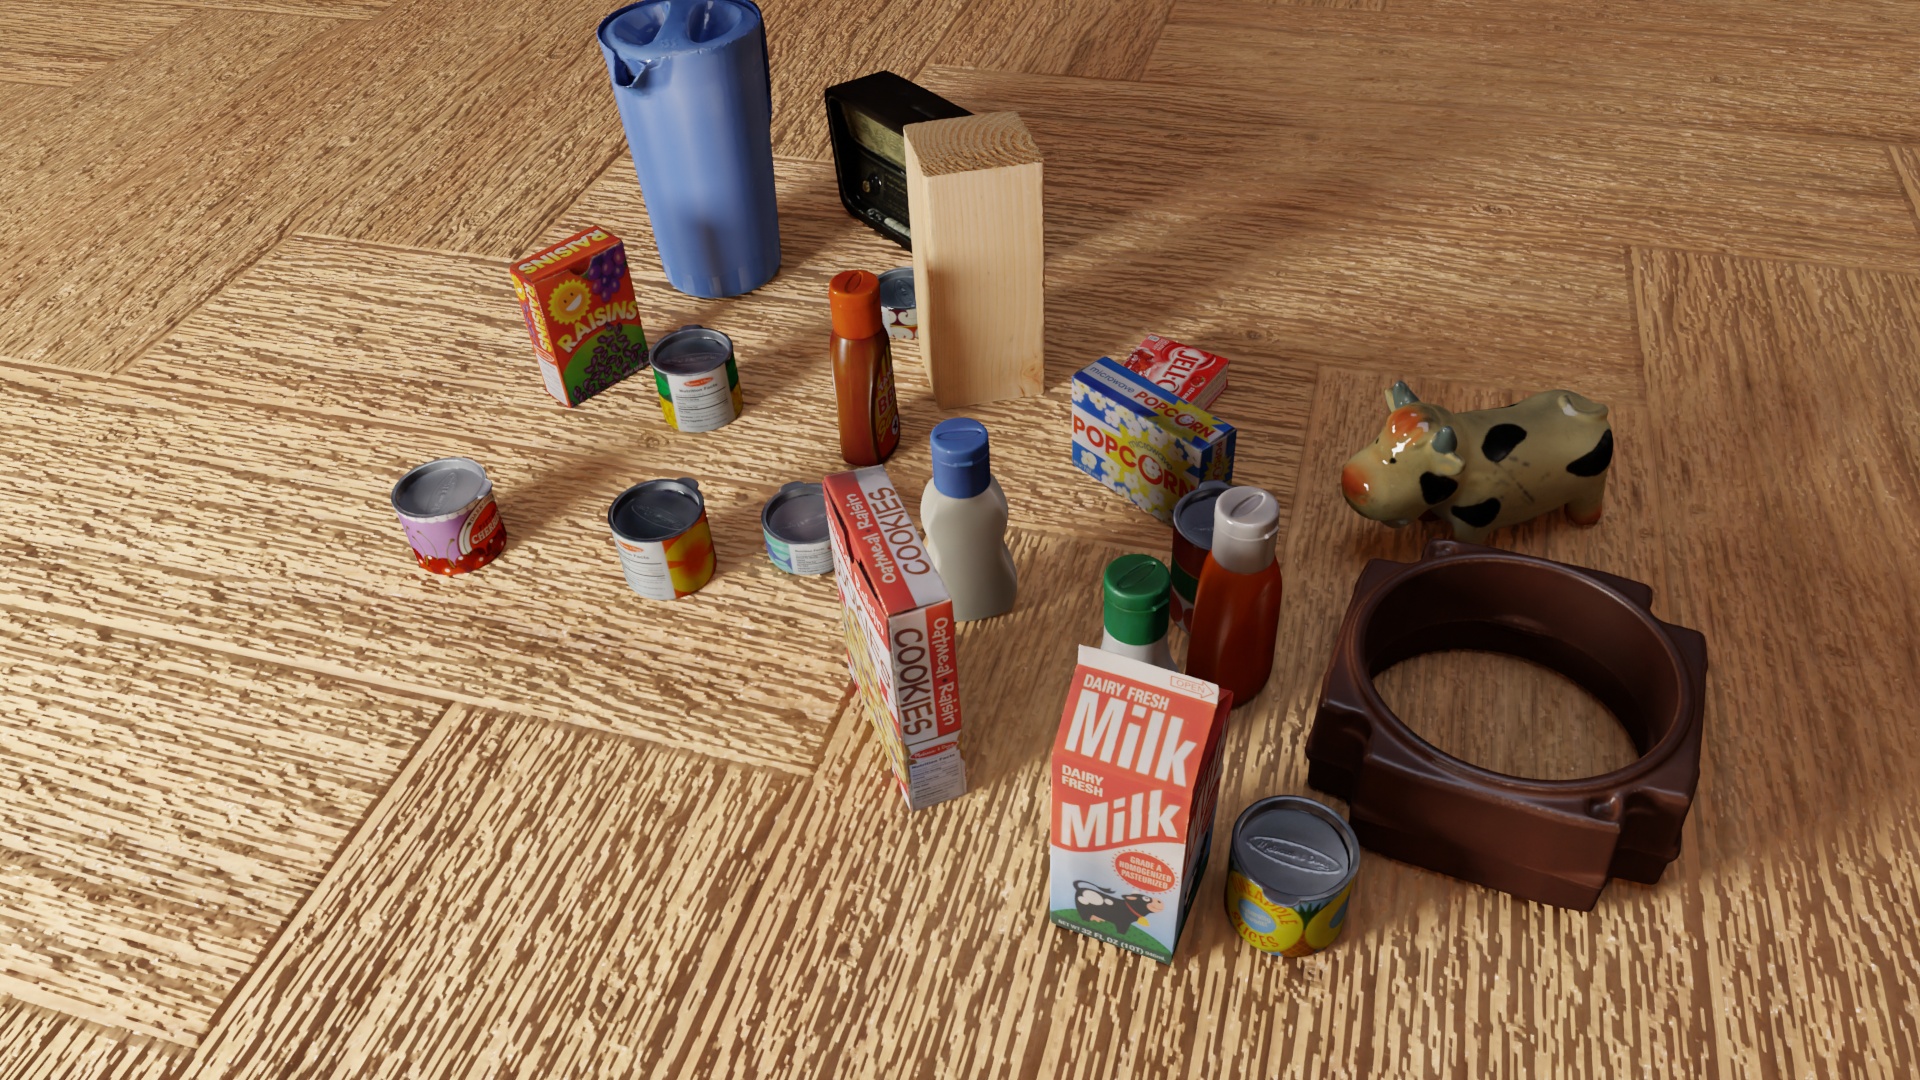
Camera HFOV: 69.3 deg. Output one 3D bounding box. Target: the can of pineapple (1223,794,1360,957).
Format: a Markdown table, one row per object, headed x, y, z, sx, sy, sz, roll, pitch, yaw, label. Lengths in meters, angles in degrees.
| x | y | z | sx | sy | sz | roll | pitch | yaw | label |
| --- | --- | --- | --- | --- | --- | --- | --- | --- | --- |
| 0.175 | 0.181 | 0.744 | 0.071 | 0.057 | 0.071 | -2 | 42 | 2 | can of pineapple |

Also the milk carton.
| x | y | z | sx | sy | sz | roll | pitch | yaw | label |
| --- | --- | --- | --- | --- | --- | --- | --- | --- | --- |
| 0.091 | 0.127 | 0.710 | 0.072 | 0.189 | 0.074 | 15 | 45 | 19 | milk carton |

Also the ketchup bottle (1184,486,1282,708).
| x | y | z | sx | sy | sz | roll | pitch | yaw | label |
| --- | --- | --- | --- | --- | --- | --- | --- | --- | --- |
| 0.168 | 0.035 | 0.839 | 0.065 | 0.148 | 0.043 | -34 | 50 | -30 | ketchup bottle |

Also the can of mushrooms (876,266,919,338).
| x | y | z | sx | sy | sz | roll | pitch | yaw | label |
| --- | --- | --- | --- | --- | --- | --- | --- | --- | --- |
| -0.044 | -0.207 | 1.205 | 0.071 | 0.033 | 0.071 | -2 | 42 | 2 | can of mushrooms |

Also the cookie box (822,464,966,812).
| x | y | z | sx | sy | sz | roll | pitch | yaw | label |
| --- | --- | --- | --- | --- | --- | --- | --- | --- | --- |
| -0.039 | 0.058 | 0.813 | 0.040 | 0.166 | 0.123 | -16 | 43 | -13 | cookie box |

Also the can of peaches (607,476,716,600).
| x | y | z | sx | sy | sz | roll | pitch | yaw | label |
| --- | --- | --- | --- | --- | --- | --- | --- | --- | --- |
| -0.206 | -0.002 | 0.971 | 0.071 | 0.057 | 0.071 | -2 | 42 | 2 | can of peaches |

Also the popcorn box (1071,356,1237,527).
| x | y | z | sx | sy | sz | roll | pitch | yaw | label |
| --- | --- | --- | --- | --- | --- | --- | --- | --- | --- |
| 0.136 | -0.068 | 1.002 | 0.038 | 0.084 | 0.127 | -32 | 49 | -28 | popcorn box |

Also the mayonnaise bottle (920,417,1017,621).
| x | y | z | sx | sy | sz | roll | pitch | yaw | label |
| --- | --- | --- | --- | --- | --- | --- | --- | --- | --- |
| 0.003 | -0.011 | 0.901 | 0.065 | 0.147 | 0.041 | -7 | 42 | -4 | mayonnaise bottle |

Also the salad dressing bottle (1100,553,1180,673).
| x | y | z | sx | sy | sz | roll | pitch | yaw | label |
| --- | --- | --- | --- | --- | --- | --- | --- | --- | --- |
| 0.100 | 0.072 | 0.802 | 0.064 | 0.146 | 0.044 | -30 | 48 | -27 | salad dressing bottle |

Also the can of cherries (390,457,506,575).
| x | y | z | sx | sy | sz | roll | pitch | yaw | label |
| --- | --- | --- | --- | --- | --- | --- | --- | --- | --- |
| -0.364 | -0.017 | 0.997 | 0.071 | 0.058 | 0.072 | -2 | 42 | 2 | can of cherries |

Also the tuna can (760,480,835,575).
| x | y | z | sx | sy | sz | roll | pitch | yaw | label |
| --- | --- | --- | --- | --- | --- | --- | --- | --- | --- |
| -0.108 | -0.010 | 0.992 | 0.071 | 0.032 | 0.071 | -2 | 42 | 2 | tuna can |

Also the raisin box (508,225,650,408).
| x | y | z | sx | sy | sz | roll | pitch | yaw | label |
| --- | --- | --- | --- | --- | --- | --- | --- | --- | --- |
| -0.307 | -0.181 | 1.128 | 0.040 | 0.122 | 0.086 | 32 | 53 | 33 | raisin box |

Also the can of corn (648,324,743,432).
| x | y | z | sx | sy | sz | roll | pitch | yaw | label |
| --- | --- | --- | --- | --- | --- | --- | --- | --- | --- |
| -0.211 | -0.130 | 1.113 | 0.071 | 0.058 | 0.071 | -2 | 42 | 2 | can of corn |

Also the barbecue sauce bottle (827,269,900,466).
| x | y | z | sx | sy | sz | roll | pitch | yaw | label |
| --- | --- | --- | --- | --- | --- | --- | --- | --- | --- |
| -0.073 | -0.129 | 1.036 | 0.044 | 0.147 | 0.065 | 8 | 43 | 12 | barbecue sauce bottle |

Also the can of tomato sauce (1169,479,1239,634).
| x | y | z | sx | sy | sz | roll | pitch | yaw | label |
| --- | --- | --- | --- | --- | --- | --- | --- | --- | --- |
| 0.170 | 0.014 | 0.910 | 0.071 | 0.082 | 0.071 | -2 | 42 | 2 | can of tomato sauce |
